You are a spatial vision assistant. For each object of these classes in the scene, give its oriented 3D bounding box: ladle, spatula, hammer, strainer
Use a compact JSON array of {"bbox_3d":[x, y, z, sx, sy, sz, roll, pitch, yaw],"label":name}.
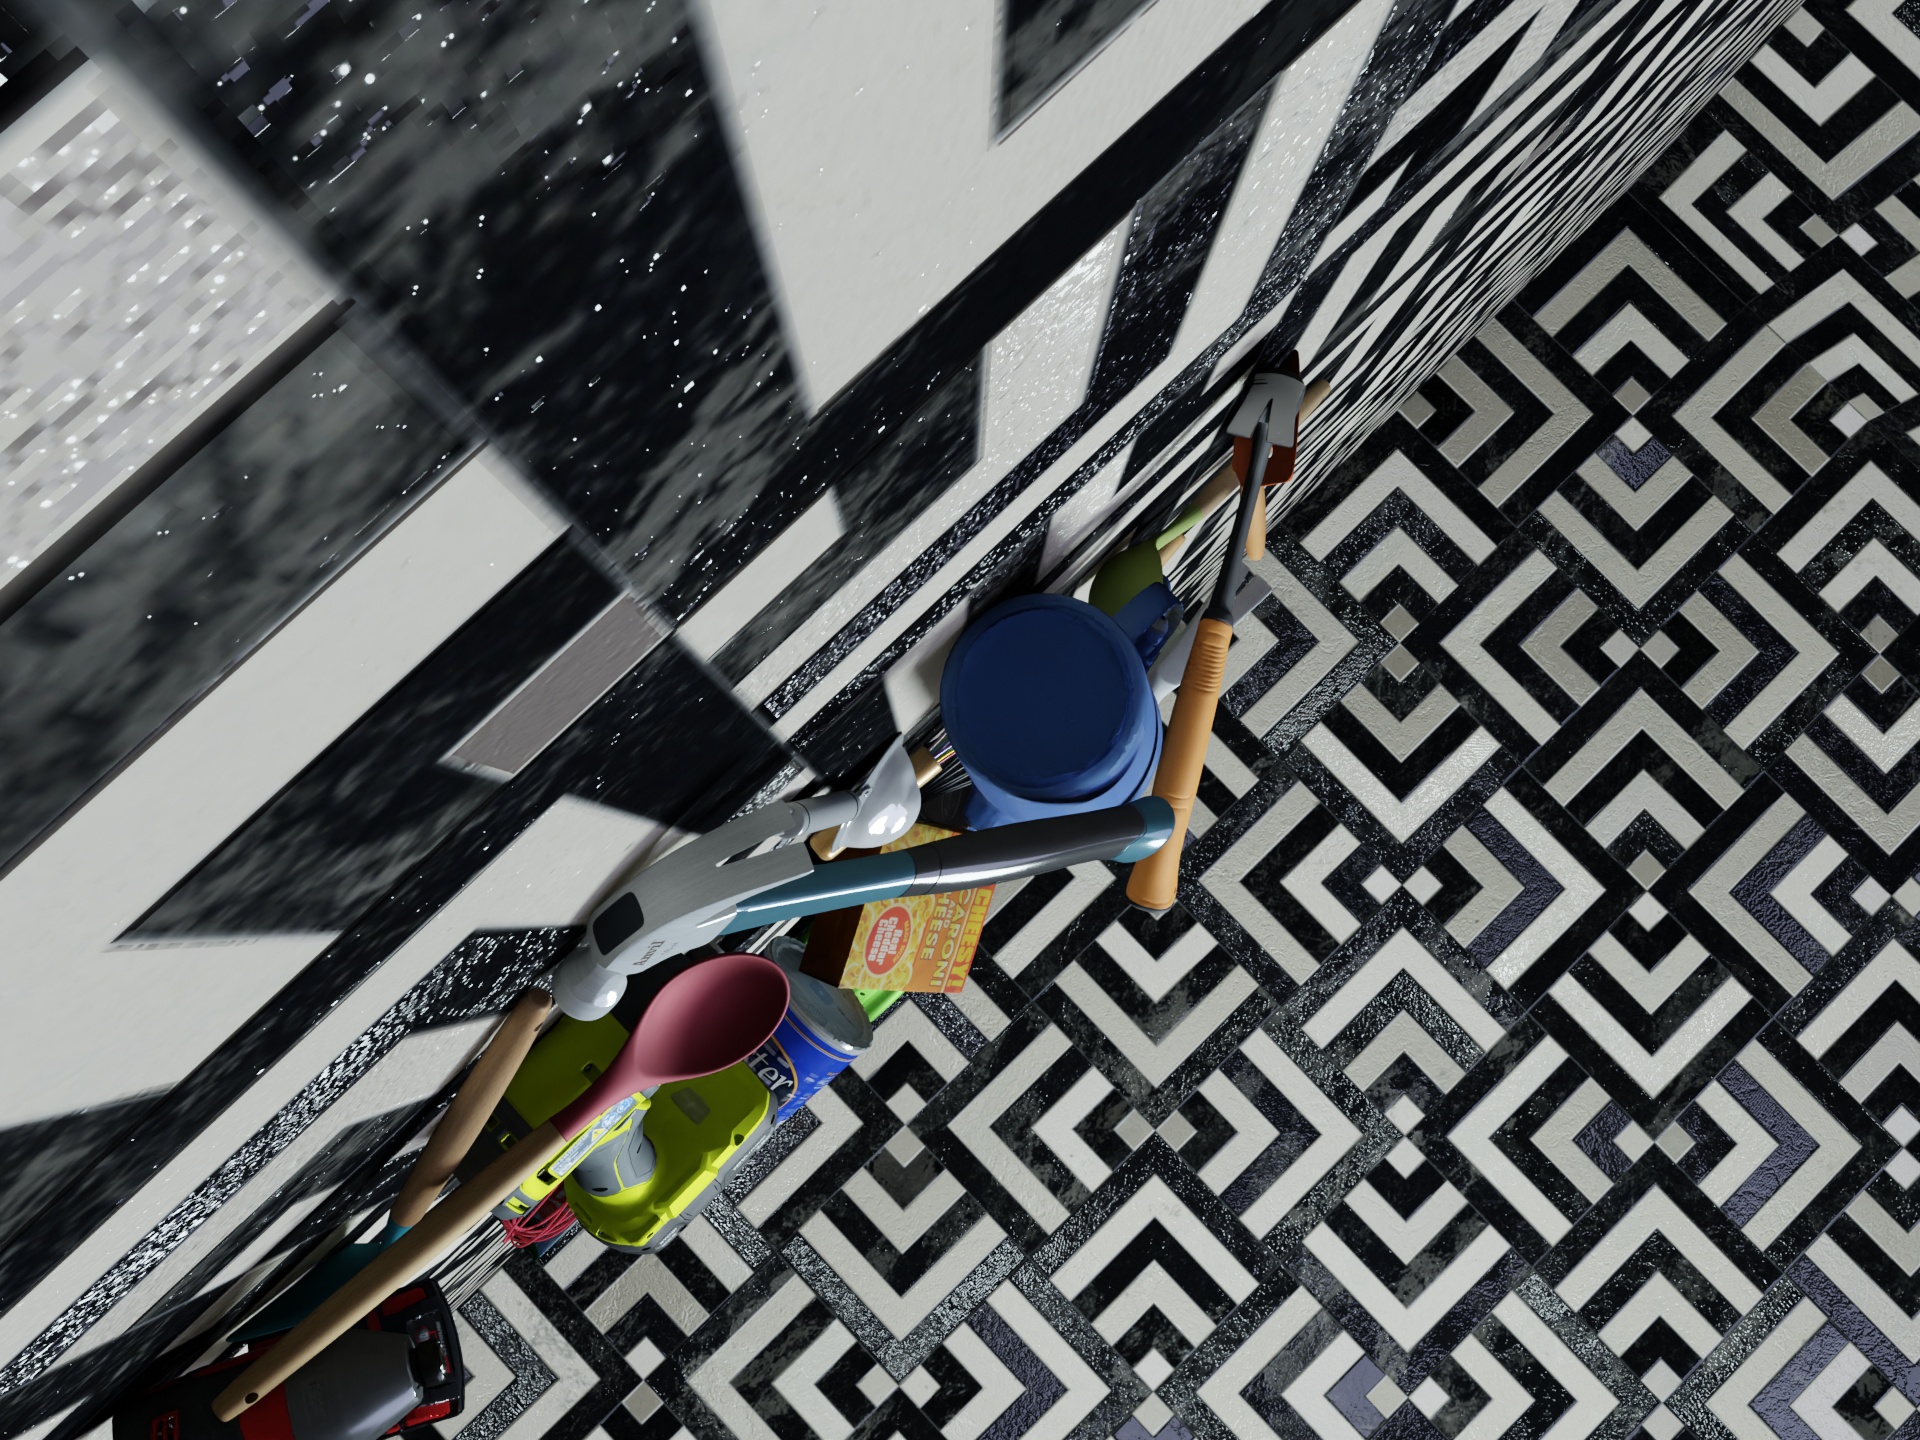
[{"bbox_3d":[0.197,-0.160,1.174,0.320,0.062,0.078,-44,172,-30],"label":"ladle"},{"bbox_3d":[-0.267,0.217,0.764,0.317,0.044,0.082,-53,170,33],"label":"spatula"},{"bbox_3d":[0.164,-0.082,1.260,0.144,0.035,0.405,-48,-175,11],"label":"hammer"},{"bbox_3d":[-0.064,0.052,0.923,0.087,0.050,0.258,-60,170,7],"label":"strainer"},{"bbox_3d":[0.208,-0.156,1.084,0.322,0.041,0.081,40,53,-76],"label":"spatula"},{"bbox_3d":[-0.020,0.071,0.748,0.331,0.033,0.128,-6,152,-42],"label":"hammer"},{"bbox_3d":[0.144,-0.030,0.930,0.127,0.034,0.336,-56,159,-63],"label":"hammer"},{"bbox_3d":[-0.213,0.215,0.759,0.315,0.069,0.031,-38,-145,-22],"label":"ladle"}]

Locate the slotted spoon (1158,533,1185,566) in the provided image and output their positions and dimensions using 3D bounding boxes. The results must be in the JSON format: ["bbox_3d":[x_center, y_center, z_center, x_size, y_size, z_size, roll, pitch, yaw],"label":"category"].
[{"bbox_3d":[0.081,-0.046,1.371,0.313,0.031,0.070,-47,176,14],"label":"slotted spoon"}]

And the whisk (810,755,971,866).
[{"bbox_3d":[-0.037,0.061,1.190,0.239,0.055,0.055,-40,175,2],"label":"whisk"}]

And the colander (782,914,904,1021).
[{"bbox_3d":[-0.080,0.179,1.356,0.204,0.094,0.397,-43,-179,2],"label":"colander"}]

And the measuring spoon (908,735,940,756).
[{"bbox_3d":[-0.002,-0.004,1.134,0.128,0.021,0.042,-33,173,-15],"label":"measuring spoon"}]

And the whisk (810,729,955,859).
[{"bbox_3d":[-0.003,0.010,1.074,0.245,0.047,0.051,-39,163,-3],"label":"whisk"}]

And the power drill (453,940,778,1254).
[{"bbox_3d":[-0.181,0.217,0.903,0.171,0.080,0.223,-44,158,-16],"label":"power drill"}]

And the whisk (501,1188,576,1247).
[{"bbox_3d":[-0.275,0.307,1.297,0.296,0.073,0.073,-50,176,-5],"label":"whisk"}]

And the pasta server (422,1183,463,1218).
[{"bbox_3d":[-0.271,0.277,1.065,0.316,0.060,0.040,-39,131,2],"label":"pasta server"}]

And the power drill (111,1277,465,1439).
[{"bbox_3d":[-0.324,0.342,0.814,0.143,0.079,0.219,-15,166,-13],"label":"power drill"}]
